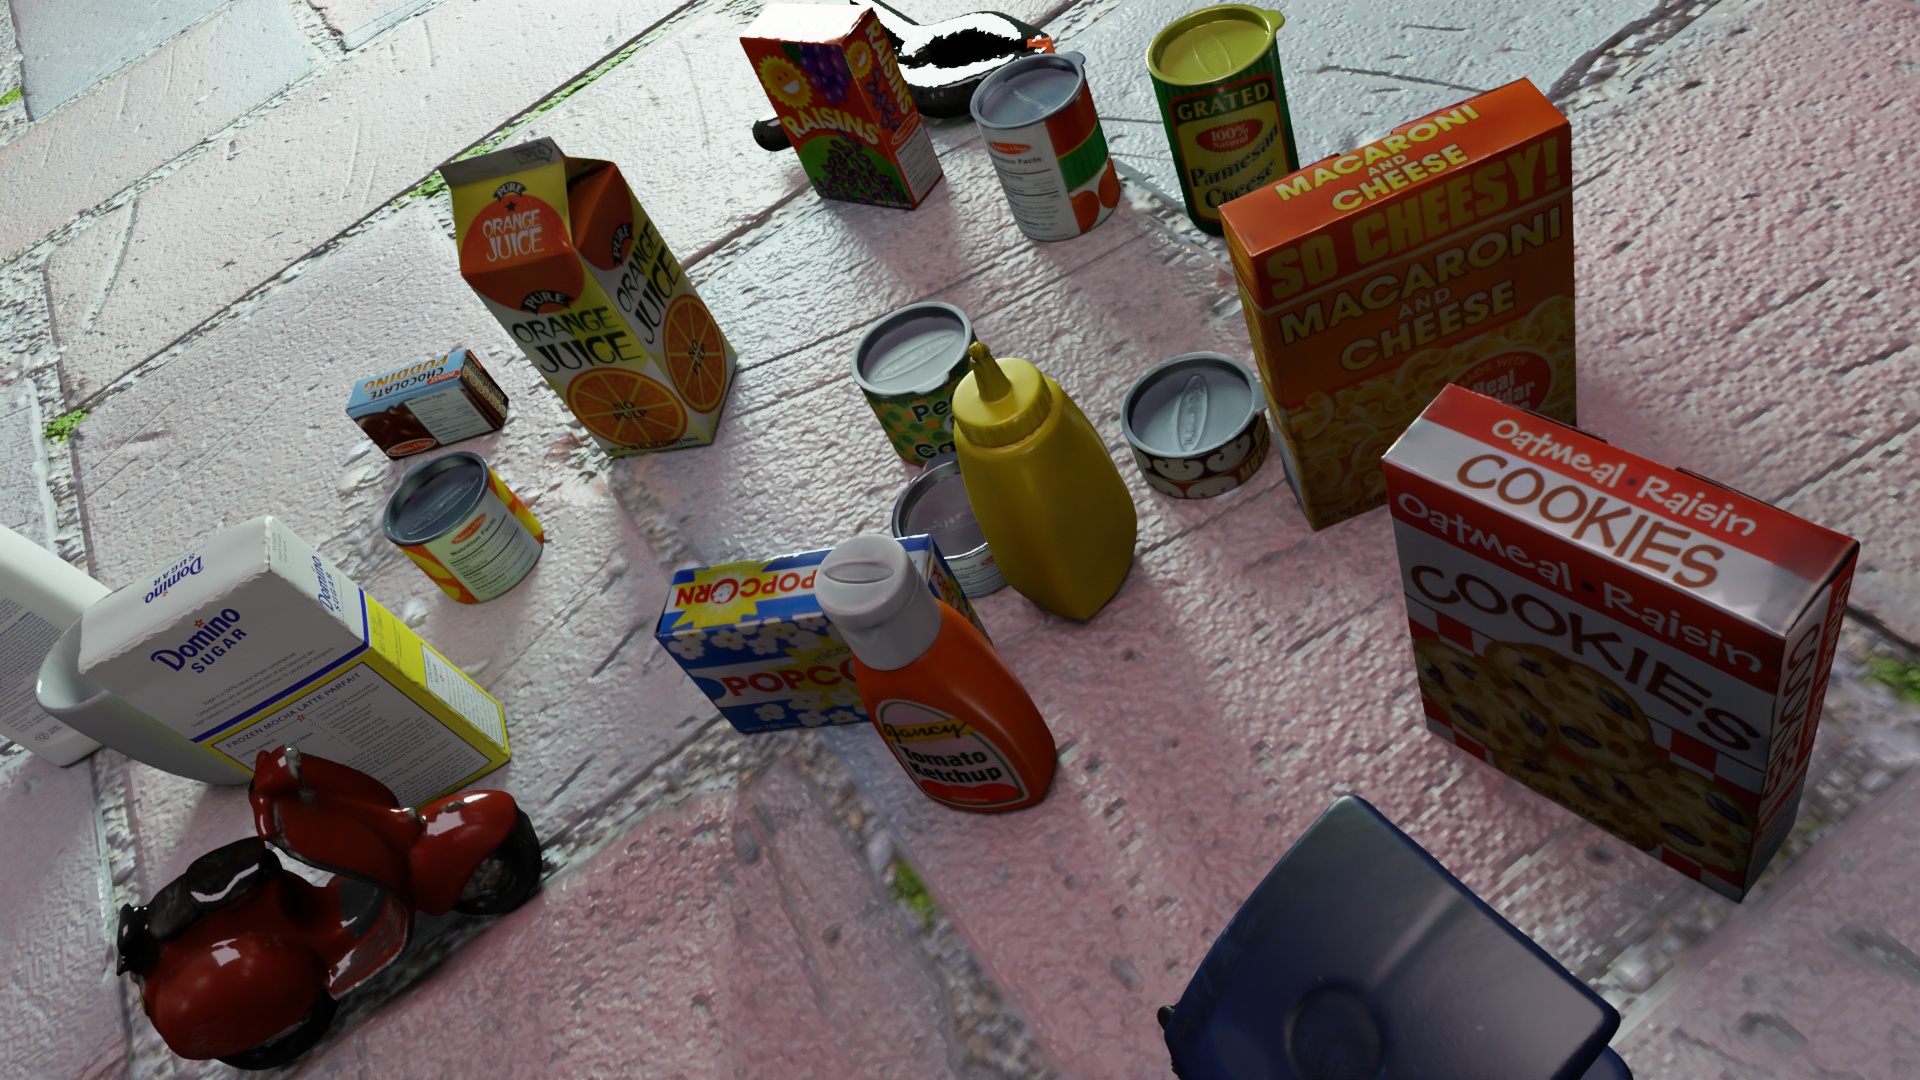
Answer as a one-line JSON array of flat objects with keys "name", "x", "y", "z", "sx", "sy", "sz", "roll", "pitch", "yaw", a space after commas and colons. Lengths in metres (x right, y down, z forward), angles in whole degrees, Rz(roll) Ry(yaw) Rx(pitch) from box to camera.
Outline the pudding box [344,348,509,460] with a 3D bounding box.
[{"name": "pudding box", "x": -0.335, "y": -0.085, "z": 0.875, "sx": 0.083, "sy": 0.049, "sz": 0.030, "roll": -14, "pitch": 48, "yaw": 13}]

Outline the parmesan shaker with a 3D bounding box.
[{"name": "parmesan shaker", "x": 0.145, "y": -0.221, "z": 0.737, "sx": 0.071, "sy": 0.102, "sz": 0.072, "roll": -13, "pitch": 49, "yaw": 15}]

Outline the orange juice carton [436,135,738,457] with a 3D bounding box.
[{"name": "orange juice carton", "x": -0.202, "y": -0.136, "z": 0.759, "sx": 0.072, "sy": 0.192, "sz": 0.073, "roll": -6, "pitch": 51, "yaw": 20}]

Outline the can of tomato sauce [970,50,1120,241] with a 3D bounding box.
[{"name": "can of tomato sauce", "x": 0.051, "y": -0.225, "z": 0.796, "sx": 0.071, "sy": 0.082, "sz": 0.071, "roll": -12, "pitch": 49, "yaw": 15}]

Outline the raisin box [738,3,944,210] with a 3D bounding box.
[{"name": "raisin box", "x": -0.071, "y": -0.268, "z": 0.859, "sx": 0.086, "sy": 0.123, "sz": 0.040, "roll": 17, "pitch": 62, "yaw": 34}]

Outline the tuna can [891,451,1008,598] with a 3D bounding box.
[{"name": "tuna can", "x": 0.002, "y": -0.008, "z": 0.671, "sx": 0.071, "sy": 0.032, "sz": 0.071, "roll": -12, "pitch": 49, "yaw": 15}]

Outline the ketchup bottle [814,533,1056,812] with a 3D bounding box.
[{"name": "ketchup bottle", "x": -0.012, "y": 0.055, "z": 0.545, "sx": 0.064, "sy": 0.148, "sz": 0.044, "roll": -1, "pitch": 52, "yaw": 24}]

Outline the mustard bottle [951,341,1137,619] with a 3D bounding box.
[{"name": "mustard bottle", "x": 0.031, "y": -0.031, "z": 0.590, "sx": 0.049, "sy": 0.159, "sz": 0.065, "roll": 19, "pitch": 63, "yaw": 35}]

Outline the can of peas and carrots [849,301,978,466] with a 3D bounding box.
[{"name": "can of peas and carrots", "x": -0.015, "y": -0.079, "z": 0.720, "sx": 0.071, "sy": 0.058, "sz": 0.071, "roll": -12, "pitch": 49, "yaw": 15}]

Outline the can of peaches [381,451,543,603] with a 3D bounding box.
[{"name": "can of peaches", "x": -0.278, "y": -0.008, "z": 0.779, "sx": 0.071, "sy": 0.057, "sz": 0.071, "roll": -12, "pitch": 49, "yaw": 15}]

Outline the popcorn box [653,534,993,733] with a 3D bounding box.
[{"name": "popcorn box", "x": -0.058, "y": 0.044, "z": 0.618, "sx": 0.126, "sy": 0.085, "sz": 0.038, "roll": -8, "pitch": 50, "yaw": 18}]

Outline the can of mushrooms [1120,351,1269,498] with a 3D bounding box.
[{"name": "can of mushrooms", "x": 0.114, "y": -0.055, "z": 0.659, "sx": 0.071, "sy": 0.033, "sz": 0.071, "roll": -12, "pitch": 49, "yaw": 15}]

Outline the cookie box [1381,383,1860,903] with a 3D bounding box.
[{"name": "cookie box", "x": 0.208, "y": 0.035, "z": 0.451, "sx": 0.040, "sy": 0.166, "sz": 0.123, "roll": -45, "pitch": 49, "yaw": -15}]

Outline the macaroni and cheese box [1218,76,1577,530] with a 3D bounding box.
[{"name": "macaroni and cheese box", "x": 0.182, "y": -0.088, "z": 0.566, "sx": 0.124, "sy": 0.165, "sz": 0.040, "roll": -22, "pitch": 47, "yaw": 6}]
